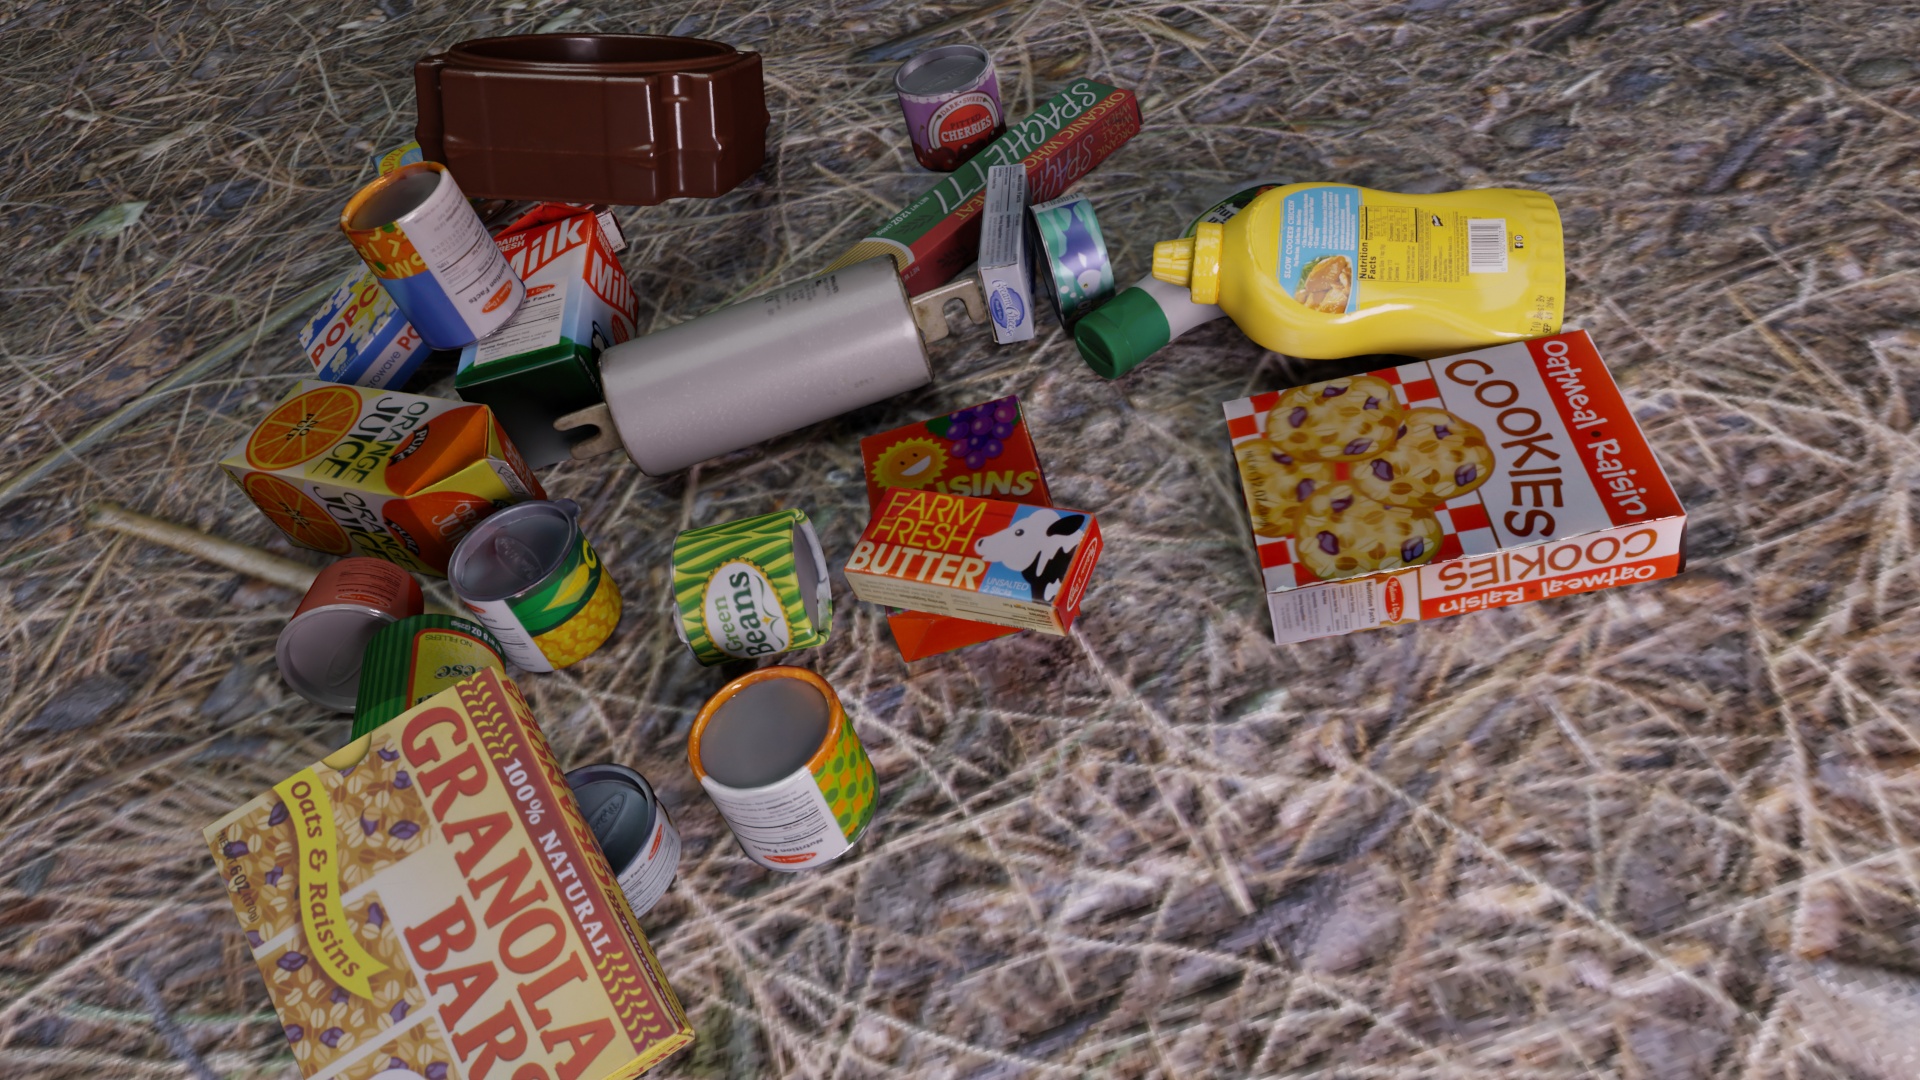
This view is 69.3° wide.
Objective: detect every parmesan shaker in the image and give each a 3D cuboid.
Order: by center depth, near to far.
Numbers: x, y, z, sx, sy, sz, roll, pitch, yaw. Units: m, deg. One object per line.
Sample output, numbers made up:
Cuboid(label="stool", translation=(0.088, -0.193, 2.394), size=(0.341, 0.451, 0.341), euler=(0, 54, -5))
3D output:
Cuboid(label="parmesan shaker", translation=(-0.244, 0.090, 0.631), size=(0.071, 0.071, 0.103), euler=(-18, 44, 1))

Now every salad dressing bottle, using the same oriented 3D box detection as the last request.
Cuboid(label="salad dressing bottle", translation=(0.128, -0.140, 0.747), size=(0.148, 0.043, 0.064), euler=(-36, 56, -16))

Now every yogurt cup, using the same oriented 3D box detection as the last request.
Cuboid(label="yogurt cup", translation=(-0.304, 0.045, 0.702), size=(0.072, 0.072, 0.054), euler=(-18, 36, 1))

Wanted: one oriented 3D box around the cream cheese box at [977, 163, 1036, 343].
Cuboid(label="cream cheese box", translation=(0.028, -0.167, 0.801), size=(0.024, 0.053, 0.104), euler=(-6, 46, 11))

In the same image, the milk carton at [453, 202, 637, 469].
Cuboid(label="milk carton", translation=(-0.247, -0.135, 0.851), size=(0.073, 0.072, 0.191), euler=(-14, 46, 5))

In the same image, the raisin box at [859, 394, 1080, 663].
Cuboid(label="raisin box", translation=(0.002, -0.008, 0.667), size=(0.086, 0.040, 0.124), euler=(-17, 46, 4))

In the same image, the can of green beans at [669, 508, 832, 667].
Cuboid(label="can of green beans", translation=(-0.097, 0.022, 0.651), size=(0.058, 0.071, 0.071), euler=(-11, 45, 7))

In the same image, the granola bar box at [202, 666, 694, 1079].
Cuboid(label="granola bar box", translation=(-0.196, 0.149, 0.531), size=(0.124, 0.039, 0.166), euler=(-31, 71, -9))

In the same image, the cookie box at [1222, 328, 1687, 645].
Cuboid(label="cookie box", translation=(0.210, -0.025, 0.613), size=(0.167, 0.040, 0.123), euler=(-11, 45, 10))

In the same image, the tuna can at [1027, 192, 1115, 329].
Cuboid(label="tuna can", translation=(0.062, -0.156, 0.772), size=(0.033, 0.070, 0.071), euler=(-16, 44, 2))

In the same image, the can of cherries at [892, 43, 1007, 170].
Cuboid(label="can of cherries", translation=(-0.005, -0.288, 0.927), size=(0.071, 0.058, 0.072), euler=(-9, 45, 9))

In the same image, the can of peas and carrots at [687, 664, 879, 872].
Cuboid(label="can of peas and carrots", translation=(-0.073, 0.093, 0.580), size=(0.071, 0.058, 0.071), euler=(-9, 45, 9))

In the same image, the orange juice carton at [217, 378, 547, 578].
Cuboid(label="orange juice carton", translation=(-0.305, -0.032, 0.769), size=(0.193, 0.071, 0.073), euler=(9, 52, 27))

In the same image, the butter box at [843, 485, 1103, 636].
Cuboid(label="butter box", translation=(0.005, 0.007, 0.605), size=(0.103, 0.024, 0.053), euler=(8, 52, 25))

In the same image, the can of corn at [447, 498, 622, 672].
Cuboid(label="can of corn", translation=(-0.209, 0.022, 0.695), size=(0.071, 0.058, 0.071), euler=(-10, 45, 10))

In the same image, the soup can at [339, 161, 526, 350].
Cuboid(label="soup can", translation=(-0.297, -0.159, 0.779), size=(0.071, 0.083, 0.072), euler=(-12, 46, 12))

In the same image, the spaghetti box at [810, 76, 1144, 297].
Cuboid(label="spaghetti box", translation=(0.015, -0.213, 0.868), size=(0.251, 0.028, 0.050), euler=(-41, 49, -21))

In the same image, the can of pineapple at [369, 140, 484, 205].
Cuboid(label="can of pineapple", translation=(-0.390, -0.263, 1.023), size=(0.058, 0.070, 0.071), euler=(-25, 45, -6))

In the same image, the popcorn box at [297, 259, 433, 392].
Cuboid(label="popcorn box", translation=(-0.366, -0.152, 0.899), size=(0.126, 0.038, 0.085), euler=(-48, 48, 2))

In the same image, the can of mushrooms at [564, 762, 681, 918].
Cuboid(label="can of mushrooms", translation=(-0.156, 0.130, 0.590), size=(0.071, 0.033, 0.071), euler=(-9, 46, 10))
